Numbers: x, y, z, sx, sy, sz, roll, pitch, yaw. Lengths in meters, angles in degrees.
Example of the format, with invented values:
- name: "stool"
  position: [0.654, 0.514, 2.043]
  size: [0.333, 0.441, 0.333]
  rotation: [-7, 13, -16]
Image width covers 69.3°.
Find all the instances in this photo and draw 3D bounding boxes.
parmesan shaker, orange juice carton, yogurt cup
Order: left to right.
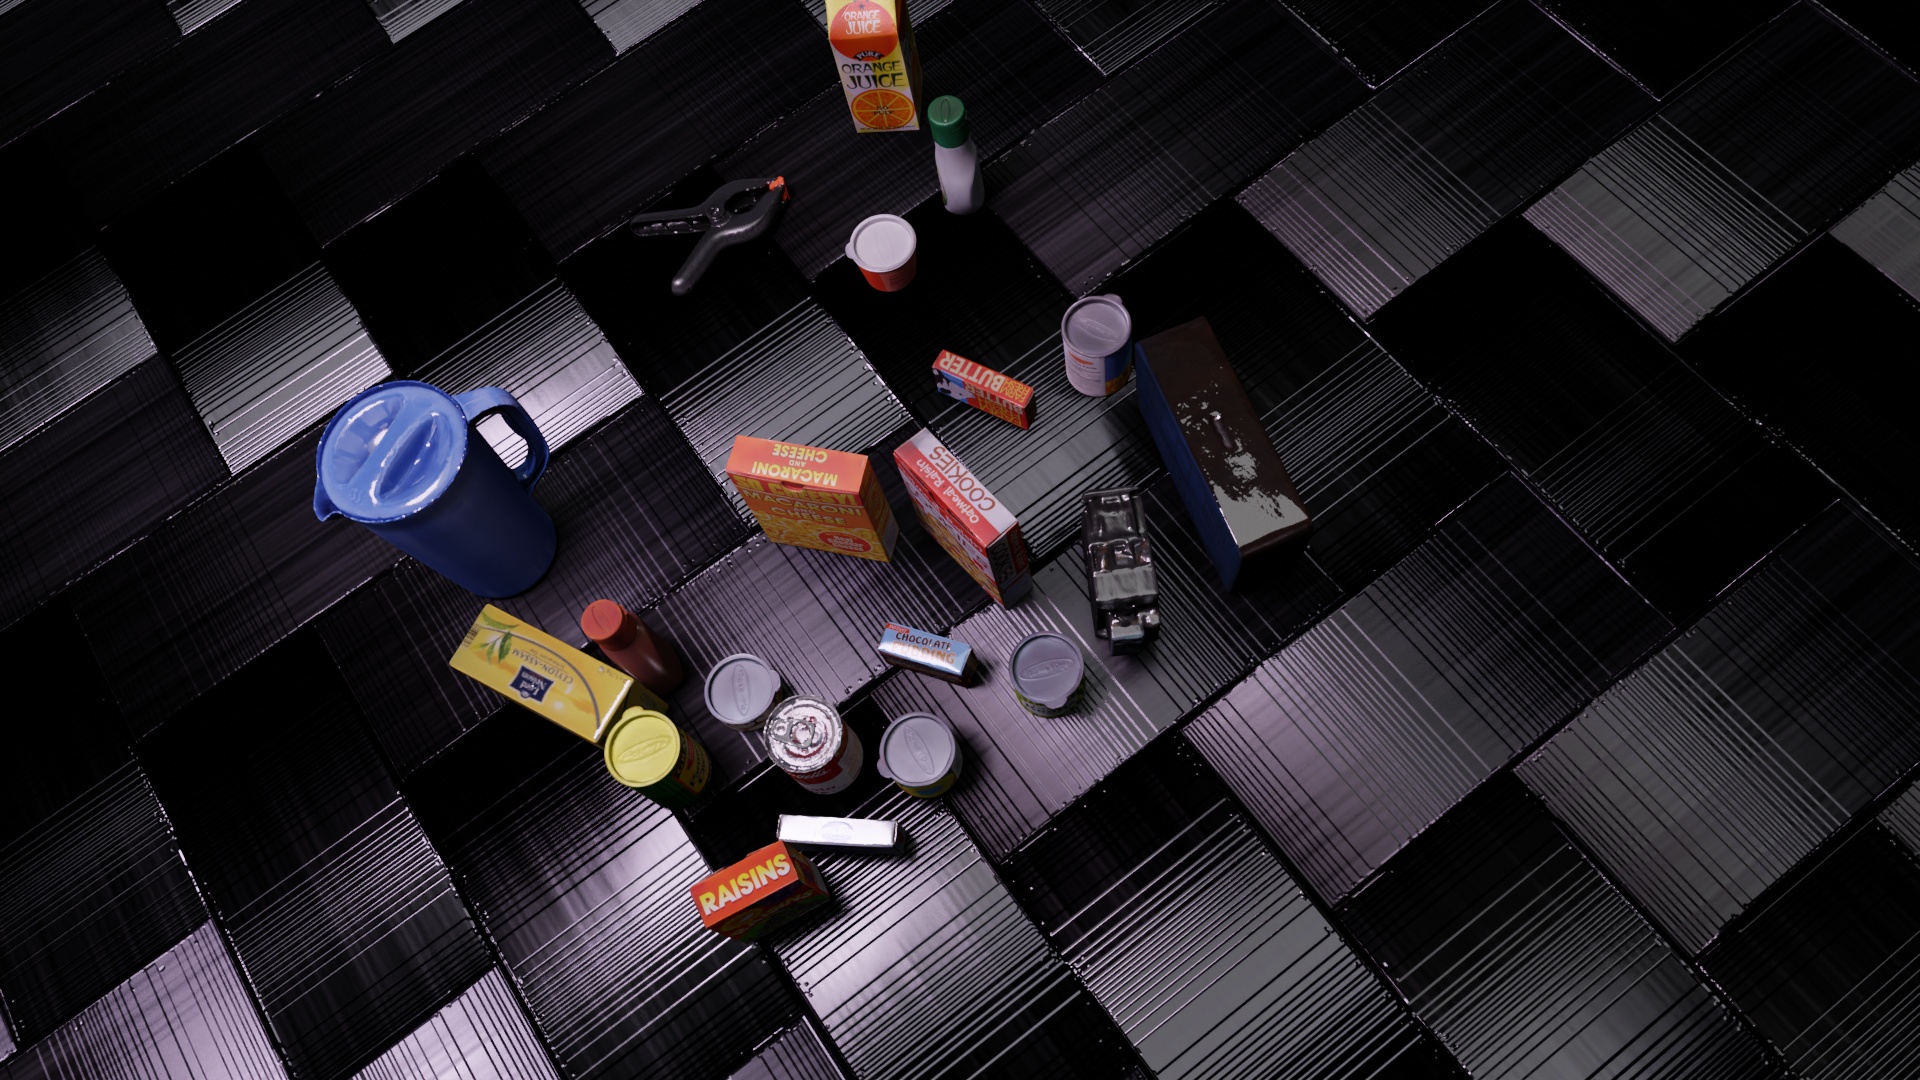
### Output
- name: "parmesan shaker"
  position: [-0.265, 0.192, 1.227]
  size: [0.071, 0.102, 0.071]
  rotation: [-3, 68, 6]
- name: "orange juice carton"
  position: [-0.089, -0.514, 1.442]
  size: [0.072, 0.192, 0.073]
  rotation: [-1, 68, 7]
- name: "yogurt cup"
  position: [-0.076, -0.292, 1.426]
  size: [0.072, 0.053, 0.072]
  rotation: [-3, 68, 6]

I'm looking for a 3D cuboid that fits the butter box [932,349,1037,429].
- name: "butter box"
  position: [0.025, -0.147, 1.355]
  size: [0.103, 0.053, 0.024]
  rotation: [25, 74, 16]

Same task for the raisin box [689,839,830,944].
- name: "raisin box"
  position: [-0.165, 0.295, 1.162]
  size: [0.086, 0.123, 0.040]
  rotation: [-27, 68, -4]

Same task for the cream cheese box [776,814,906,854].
- name: "cream cheese box"
  position: [-0.102, 0.256, 1.207]
  size: [0.104, 0.053, 0.024]
  rotation: [1, 69, 8]

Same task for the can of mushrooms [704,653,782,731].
- name: "can of mushrooms"
  position: [-0.197, 0.140, 1.277]
  size: [0.071, 0.033, 0.071]
  rotation: [-3, 68, 6]

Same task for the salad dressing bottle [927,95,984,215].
- name: "salad dressing bottle"
  position: [-0.005, -0.389, 1.405]
  size: [0.044, 0.147, 0.064]
  rotation: [-2, 68, 7]

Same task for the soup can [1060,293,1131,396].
- name: "soup can"
  position: [0.134, -0.188, 1.341]
  size: [0.071, 0.083, 0.071]
  rotation: [-3, 68, 6]

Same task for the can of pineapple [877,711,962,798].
- name: "can of pineapple"
  position: [-0.036, 0.190, 1.223]
  size: [0.071, 0.057, 0.071]
  rotation: [-3, 68, 6]

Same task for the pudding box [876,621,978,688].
- name: "pudding box"
  position: [-0.029, 0.104, 1.262]
  size: [0.084, 0.049, 0.030]
  rotation: [16, 71, 13]

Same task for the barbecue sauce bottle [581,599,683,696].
- name: "barbecue sauce bottle"
  position: [-0.296, 0.093, 1.247]
  size: [0.044, 0.148, 0.065]
  rotation: [-35, 68, -7]

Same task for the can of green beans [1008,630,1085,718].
- name: "can of green beans"
  position: [0.078, 0.120, 1.237]
  size: [0.071, 0.057, 0.071]
  rotation: [-3, 68, 6]

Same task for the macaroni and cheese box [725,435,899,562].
- name: "macaroni and cheese box"
  position: [-0.131, -0.035, 1.268]
  size: [0.124, 0.166, 0.040]
  rotation: [10, 70, 11]

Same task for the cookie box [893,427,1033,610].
- name: "cookie box"
  position: [0.004, -0.016, 1.242]
  size: [0.040, 0.167, 0.123]
  rotation: [-41, 69, -9]
